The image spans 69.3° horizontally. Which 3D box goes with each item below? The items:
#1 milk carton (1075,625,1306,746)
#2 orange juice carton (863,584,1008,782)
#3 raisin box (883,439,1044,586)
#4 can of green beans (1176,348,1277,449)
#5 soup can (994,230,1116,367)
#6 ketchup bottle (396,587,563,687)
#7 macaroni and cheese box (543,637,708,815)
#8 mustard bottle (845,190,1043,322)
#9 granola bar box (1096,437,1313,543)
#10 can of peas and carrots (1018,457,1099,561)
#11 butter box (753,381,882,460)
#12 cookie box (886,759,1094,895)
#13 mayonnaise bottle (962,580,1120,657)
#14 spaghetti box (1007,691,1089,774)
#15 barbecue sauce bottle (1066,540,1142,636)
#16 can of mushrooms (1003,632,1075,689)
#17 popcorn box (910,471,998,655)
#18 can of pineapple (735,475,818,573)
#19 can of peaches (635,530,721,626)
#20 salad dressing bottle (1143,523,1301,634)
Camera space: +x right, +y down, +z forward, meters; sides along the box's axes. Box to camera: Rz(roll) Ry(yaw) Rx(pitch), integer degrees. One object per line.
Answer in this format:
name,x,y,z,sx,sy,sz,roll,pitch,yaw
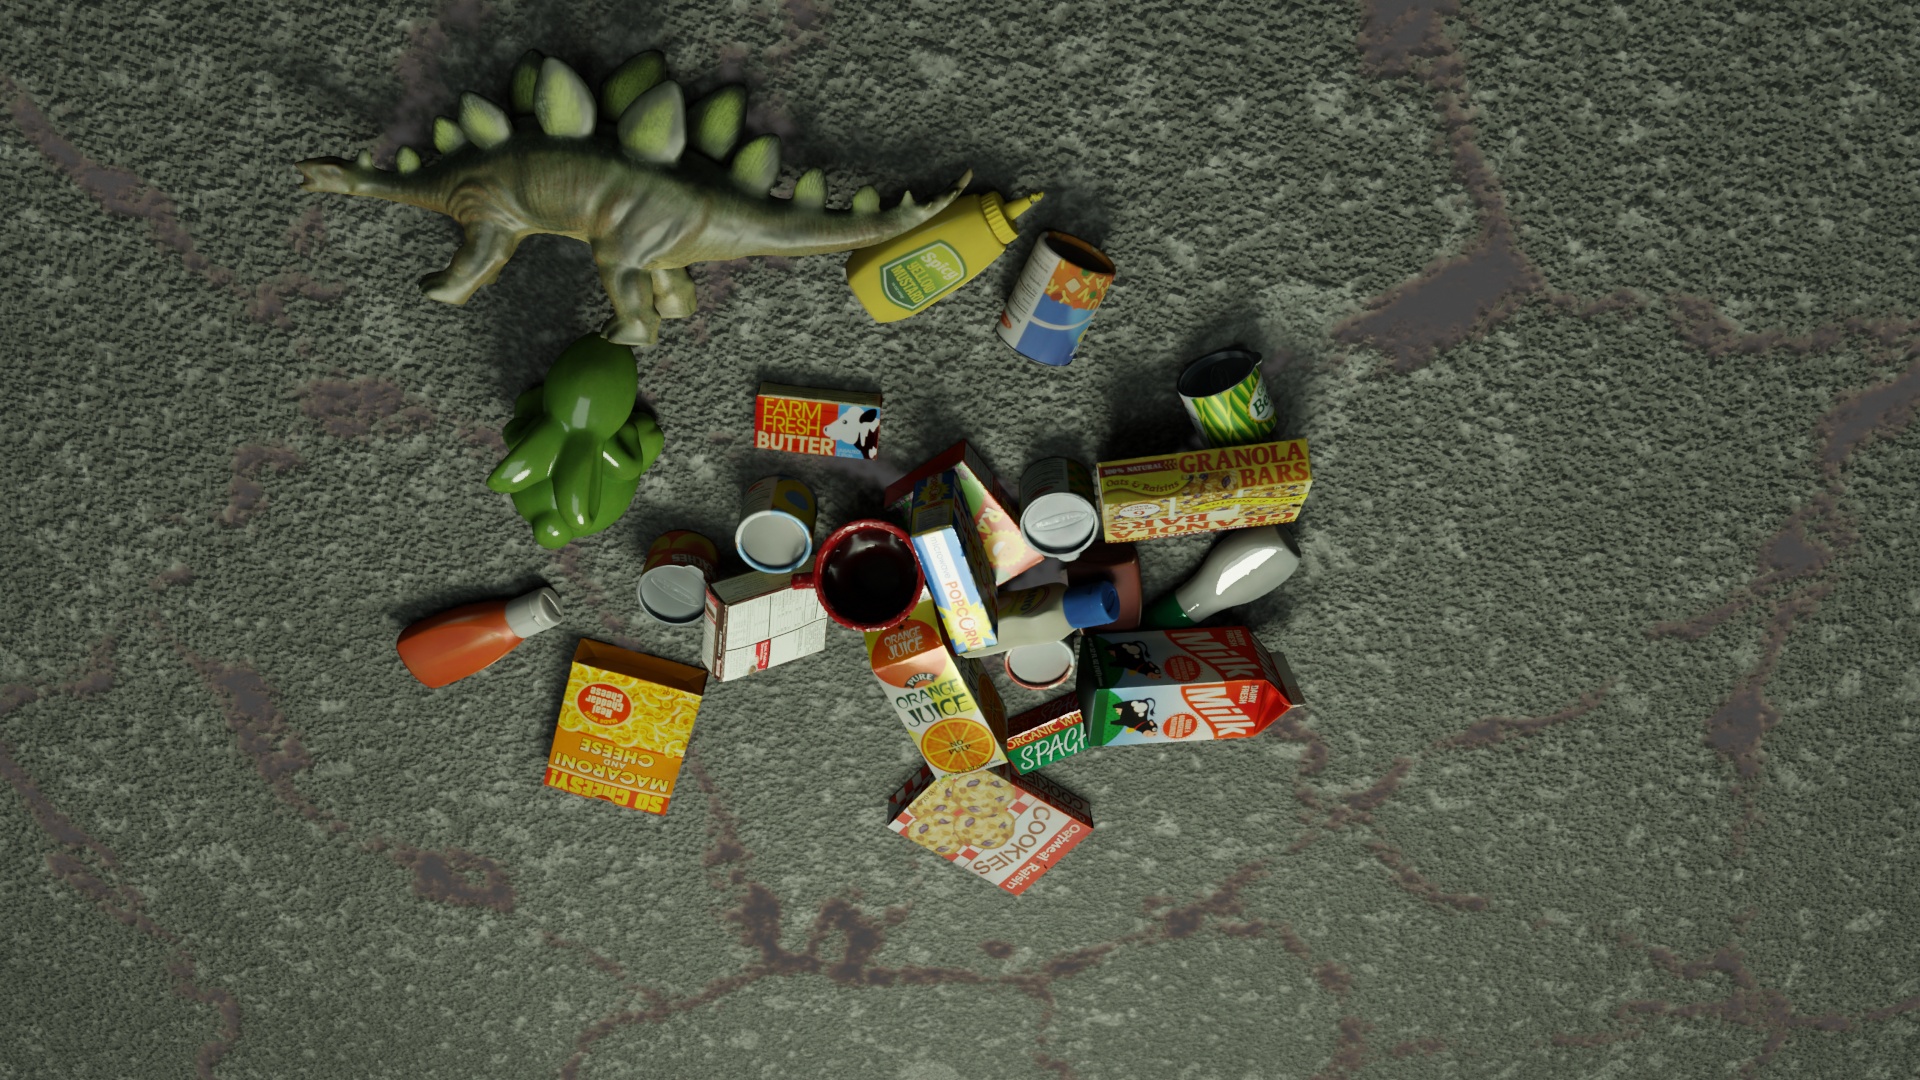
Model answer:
milk carton,0.203,0.127,1.227,0.191,0.073,0.073,-3,128,-6
orange juice carton,-0.024,0.124,1.271,0.072,0.073,0.192,-19,121,14
raisin box,0.004,-0.015,1.199,0.086,0.040,0.123,-32,117,19
can of green beans,0.215,-0.112,1.117,0.071,0.071,0.057,-21,121,14
soup can,0.076,-0.185,1.070,0.071,0.072,0.083,20,121,-12
ketchup bottle,-0.434,0.084,1.265,0.148,0.044,0.064,-21,122,13
macaroni and cheese box,-0.323,0.182,1.331,0.124,0.040,0.165,16,122,-9
mustard bottle,-0.008,-0.225,1.052,0.160,0.049,0.065,-26,131,17
granola bar box,0.198,-0.038,1.141,0.165,0.039,0.124,-7,165,5
can of peas and carrots,0.083,-0.027,1.179,0.071,0.059,0.070,0,124,0
butter box,-0.118,-0.099,1.153,0.103,0.024,0.052,5,123,-4
cookie box,0.030,0.277,1.392,0.167,0.040,0.122,32,118,-19
mayonnaise bottle,0.066,0.065,1.215,0.148,0.065,0.041,-13,120,31
spaghetti box,0.152,0.155,1.317,0.250,0.029,0.050,-25,119,16
barbecue sauce bottle,0.134,0.071,1.253,0.065,0.044,0.147,-3,124,11
can of mushrooms,0.071,0.105,1.282,0.071,0.034,0.070,0,124,0
popcorn box,-0.004,0.018,1.145,0.038,0.085,0.126,-15,122,10
can of pineapple,-0.156,-0.013,1.190,0.071,0.058,0.070,0,124,0
can of peaches,-0.245,0.031,1.220,0.071,0.058,0.071,0,123,1
salad dressing bottle,0.230,0.038,1.231,0.147,0.044,0.064,-37,121,24
